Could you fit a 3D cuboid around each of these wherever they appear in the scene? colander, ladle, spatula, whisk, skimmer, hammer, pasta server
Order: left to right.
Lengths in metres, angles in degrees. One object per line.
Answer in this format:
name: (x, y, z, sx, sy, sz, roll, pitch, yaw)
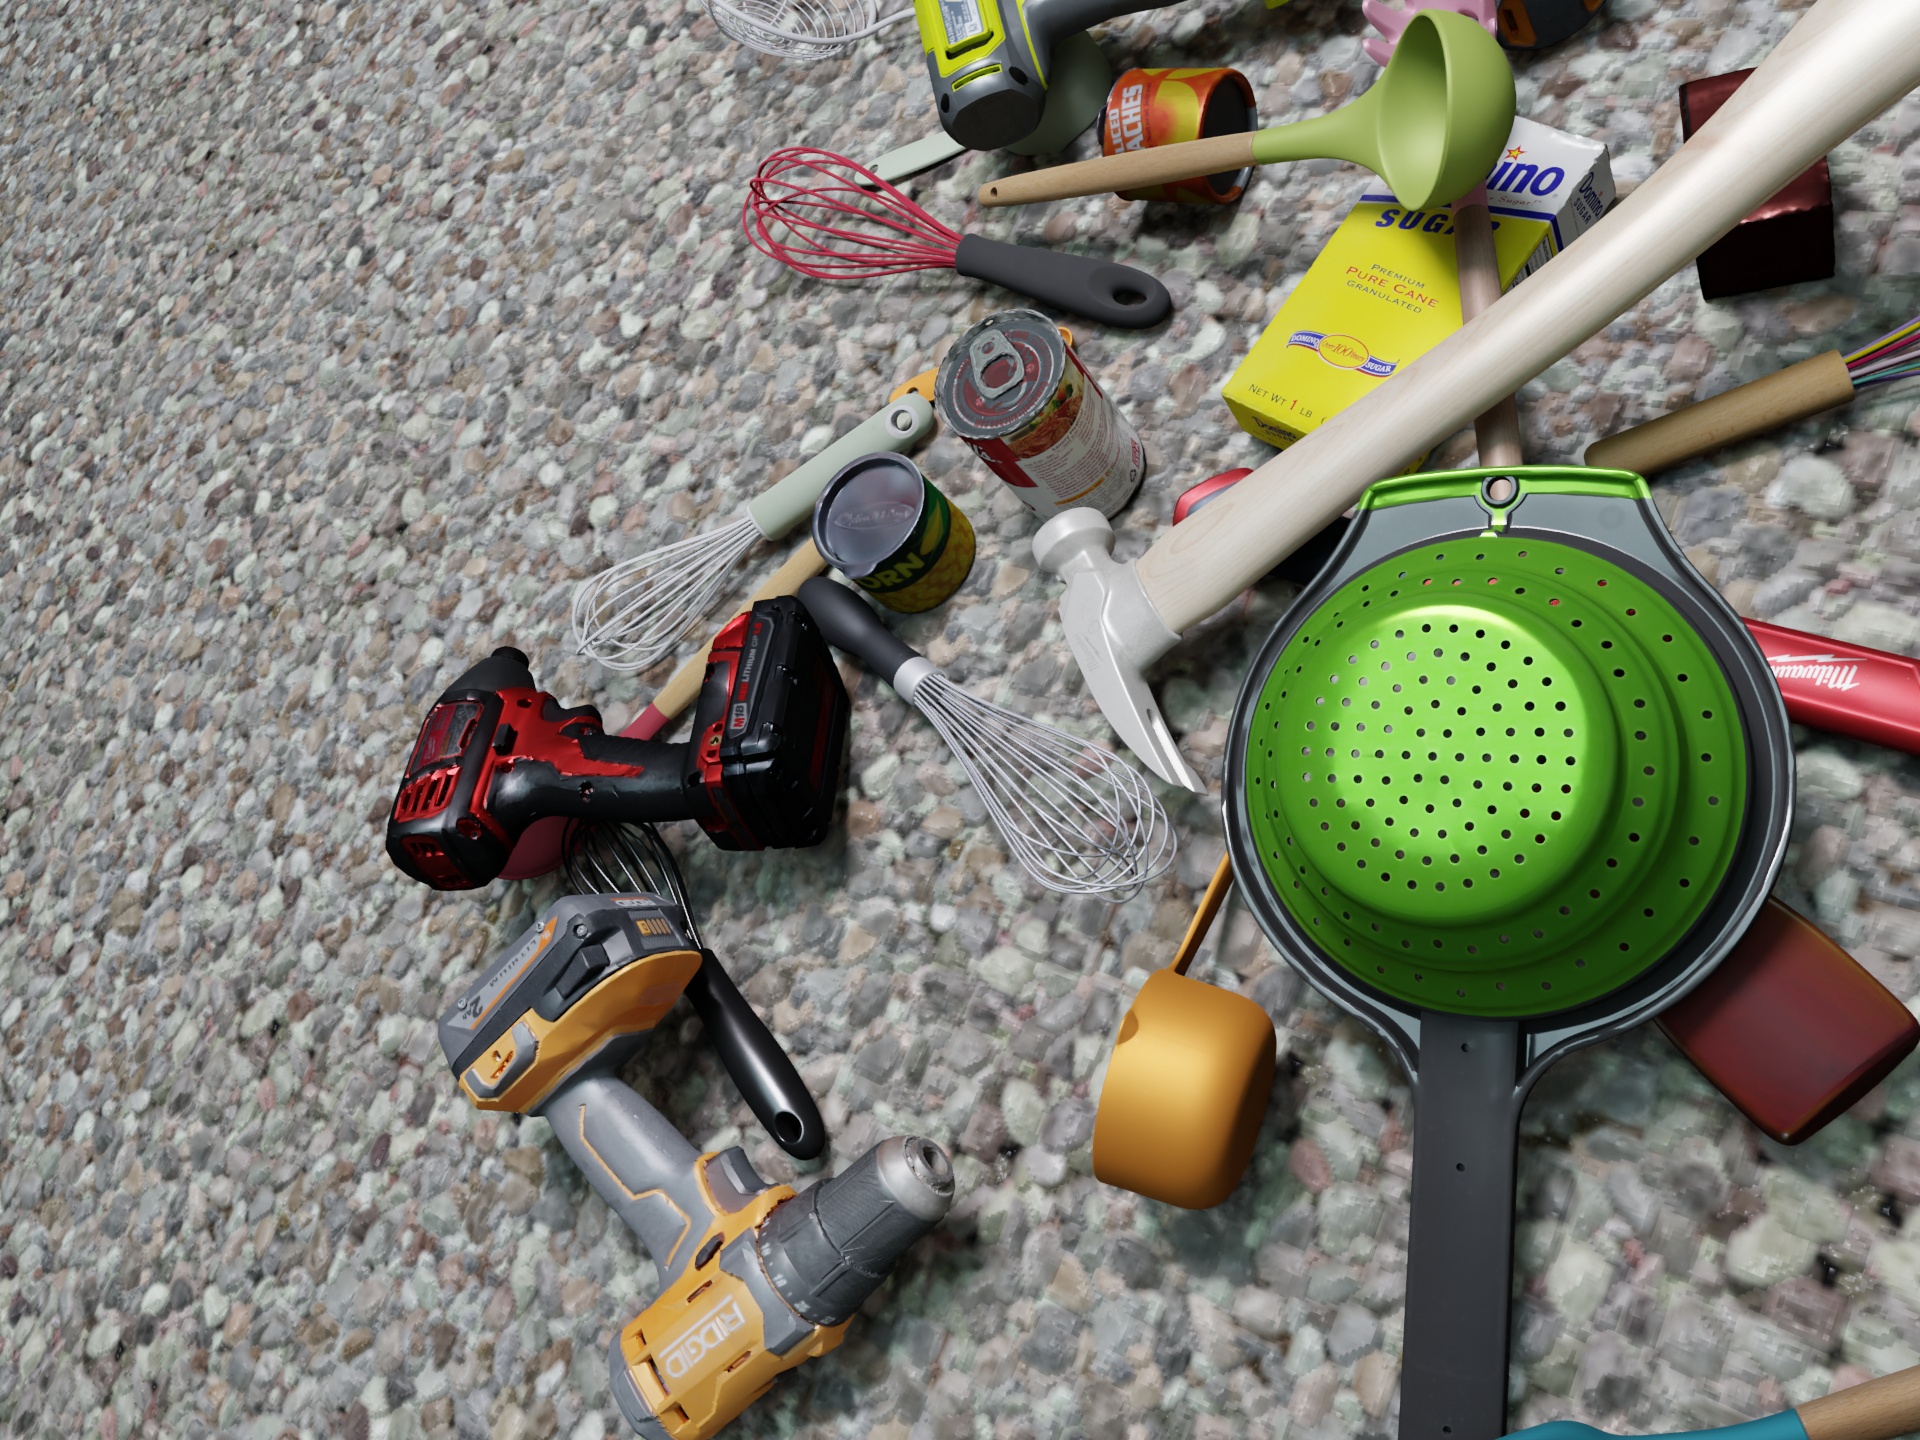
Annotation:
whisk: (-0.136, 0.125, 0.797, 0.055, 0.055, 0.239, -45, 59, 6)
ladle: (-0.148, -0.025, 0.880, 0.315, 0.031, 0.069, -44, 56, 5)
whisk: (-0.118, -0.106, 0.889, 0.246, 0.059, 0.058, -33, 93, 10)
whisk: (-0.011, -0.265, 0.887, 0.296, 0.073, 0.073, 25, 83, 29)
skimmer: (0.000, -0.457, 0.939, 0.363, 0.090, 0.127, 4, 39, 29)
whisk: (0.000, -0.003, 0.770, 0.070, 0.070, 0.285, -51, 49, 2)
ladle: (0.111, -0.265, 0.743, 0.320, 0.062, 0.078, 11, 108, 47)
colander: (0.170, 0.097, 0.549, 0.204, 0.094, 0.397, 2, 85, 29)
pasta server: (0.217, -0.197, 0.679, 0.060, 0.040, 0.316, -17, 64, 40)
hammer: (0.207, -0.132, 0.632, 0.410, 0.038, 0.146, -38, 59, 27)
hammer: (0.249, -0.025, 0.640, 0.387, 0.038, 0.143, 21, 83, 35)
spatula: (0.296, 0.223, 0.502, 0.317, 0.044, 0.082, -27, 83, 16)
whisk: (0.368, -0.148, 0.621, 0.245, 0.047, 0.051, -20, 62, 26)

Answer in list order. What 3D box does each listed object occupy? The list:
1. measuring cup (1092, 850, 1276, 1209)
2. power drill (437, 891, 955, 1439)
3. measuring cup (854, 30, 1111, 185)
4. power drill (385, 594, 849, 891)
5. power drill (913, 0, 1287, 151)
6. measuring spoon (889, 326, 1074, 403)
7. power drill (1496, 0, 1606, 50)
measuring cup: (0.109, 0.115, 0.647, 0.052, 0.095, 0.174, 16, 58, 23)
power drill: (-0.119, 0.182, 0.713, 0.185, 0.084, 0.226, -43, 69, 18)
measuring cup: (0.004, -0.354, 0.923, 0.167, 0.038, 0.083, -15, 63, 22)
power drill: (-0.175, 0.009, 0.809, 0.219, 0.078, 0.143, -7, 47, 14)
power drill: (0.078, -0.421, 0.844, 0.223, 0.080, 0.171, -16, 73, 16)
measuring spoon: (0.011, -0.189, 0.869, 0.117, 0.011, 0.021, -12, 63, 30)
power drill: (0.332, -0.434, 0.743, 0.226, 0.084, 0.164, -24, 59, 24)
